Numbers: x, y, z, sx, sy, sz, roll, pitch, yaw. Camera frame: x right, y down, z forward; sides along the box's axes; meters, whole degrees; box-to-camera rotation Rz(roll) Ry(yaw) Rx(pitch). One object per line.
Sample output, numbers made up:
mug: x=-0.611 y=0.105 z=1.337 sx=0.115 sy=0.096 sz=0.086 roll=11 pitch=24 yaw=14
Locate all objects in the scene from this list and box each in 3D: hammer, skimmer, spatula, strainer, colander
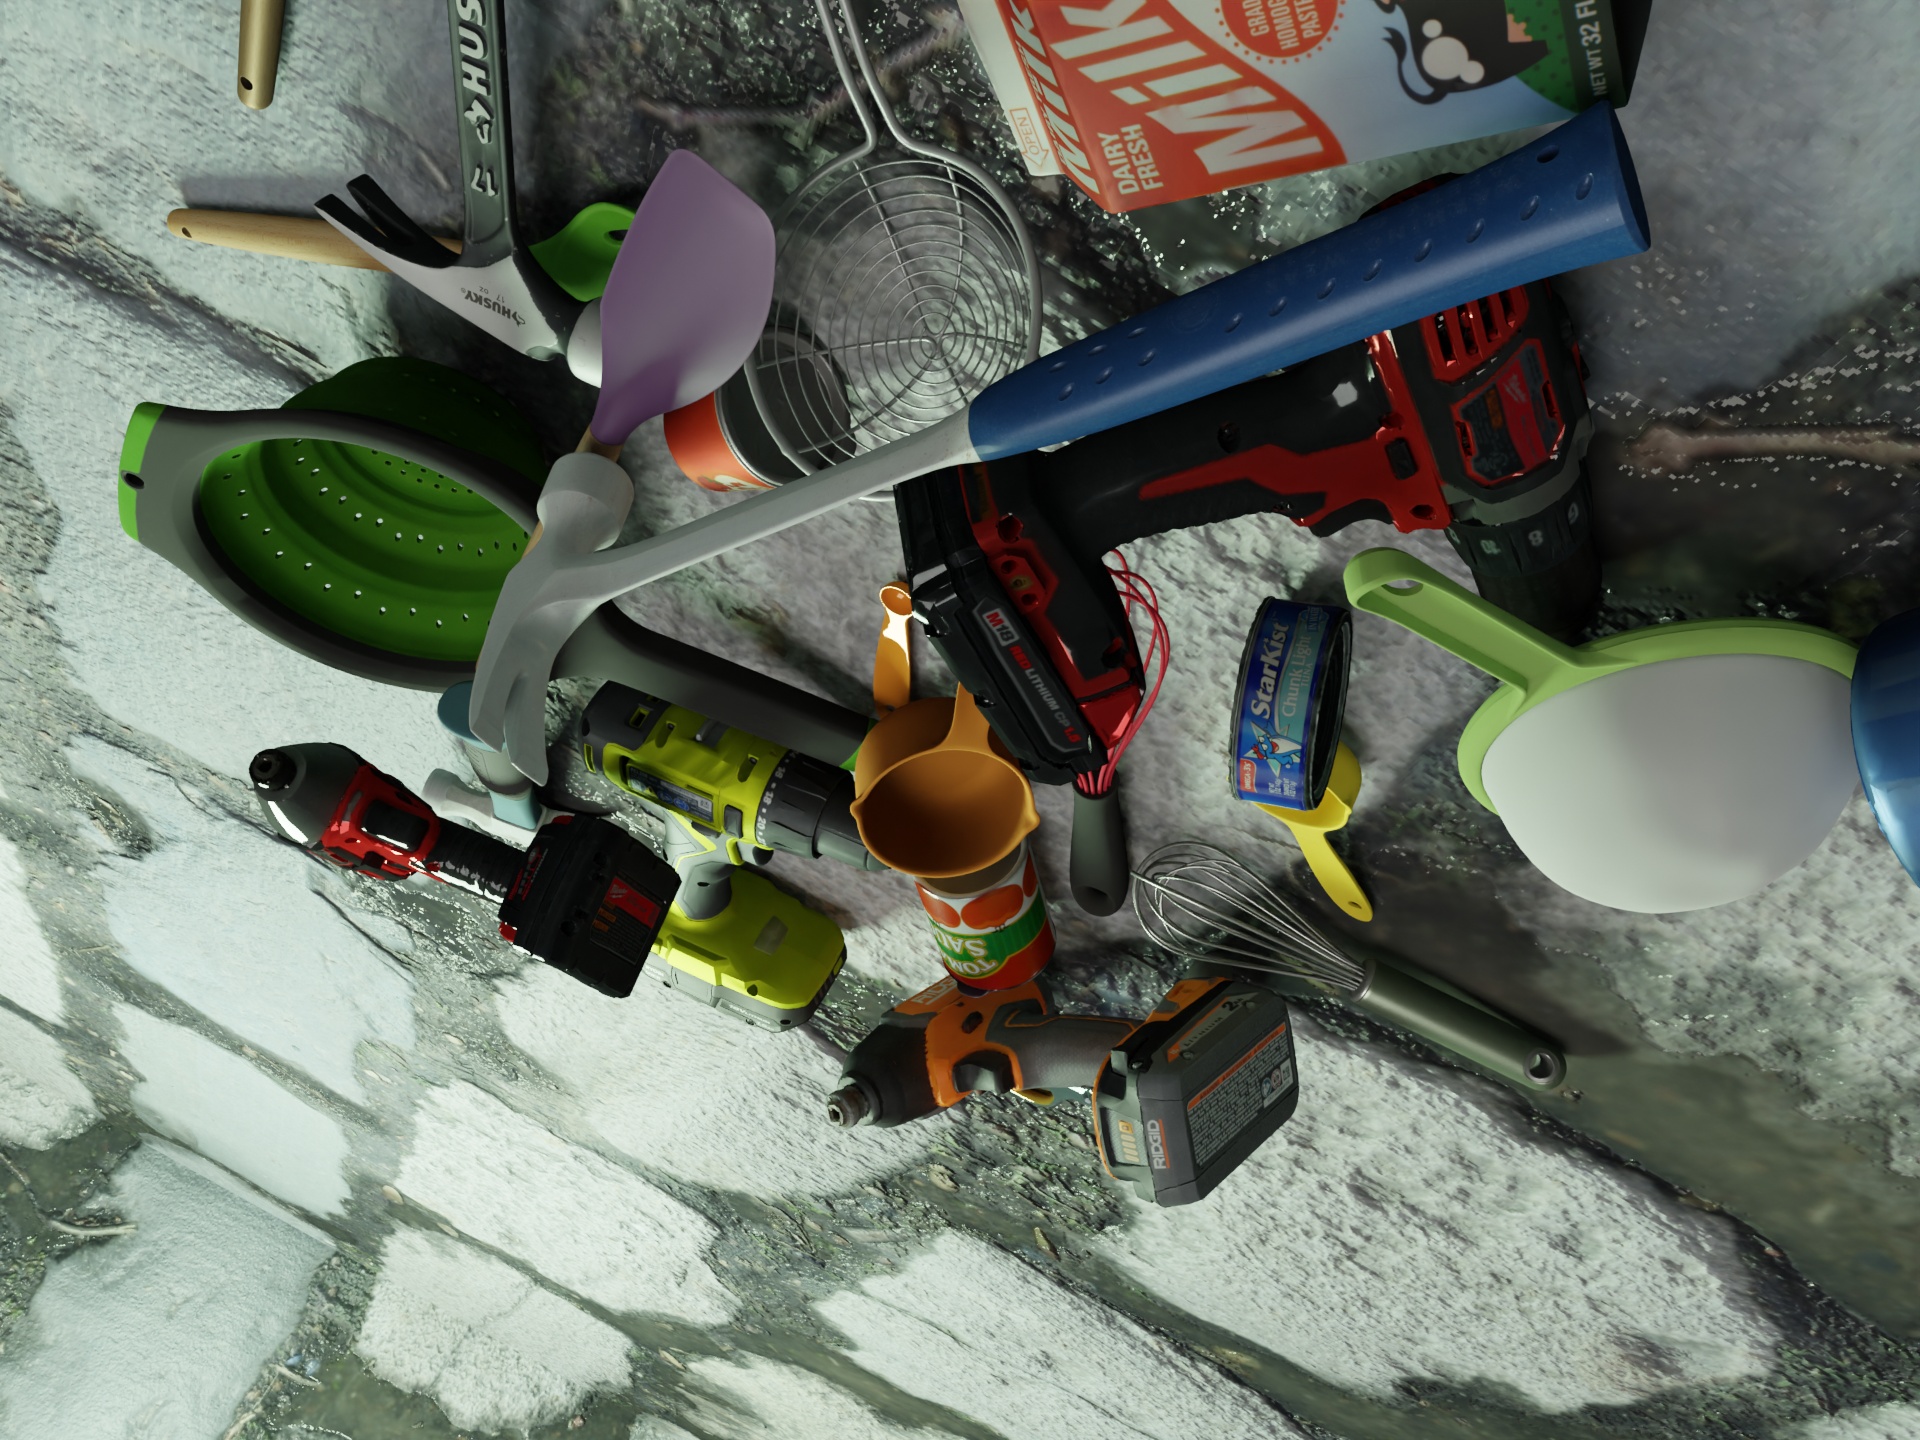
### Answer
hammer: x=-0.164 y=-0.297 z=0.512 sx=0.149 sy=0.036 sz=0.408 roll=25 pitch=139 yaw=11
hammer: x=-0.261 y=0.032 z=0.909 sx=0.128 sy=0.033 sz=0.331 roll=21 pitch=163 yaw=-7
skimmer: x=-0.061 y=-0.238 z=0.497 sx=0.127 sy=0.090 sz=0.362 roll=7 pitch=138 yaw=28
spatula: x=-0.149 y=-0.100 z=0.647 sx=0.059 sy=0.018 sz=0.315 roll=40 pitch=137 yaw=-5
hammer: x=-0.002 y=-0.083 z=0.494 sx=0.405 sy=0.144 sz=0.035 roll=-16 pitch=136 yaw=31
strainer: x=0.224 y=0.013 z=0.556 sx=0.256 sy=0.069 sz=0.151 roll=22 pitch=144 yaw=-33
colander: x=-0.193 y=-0.077 z=0.791 sx=0.396 sy=0.095 sz=0.204 roll=22 pitch=145 yaw=-20

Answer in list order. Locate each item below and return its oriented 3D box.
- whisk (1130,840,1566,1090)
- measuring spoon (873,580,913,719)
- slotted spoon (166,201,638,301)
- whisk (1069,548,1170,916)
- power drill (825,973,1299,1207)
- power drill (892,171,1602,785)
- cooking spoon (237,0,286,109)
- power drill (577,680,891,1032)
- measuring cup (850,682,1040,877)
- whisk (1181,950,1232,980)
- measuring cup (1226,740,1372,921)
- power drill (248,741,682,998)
whisk: x=0.198 y=0.130 z=0.814 sx=0.246 sy=0.058 sz=0.059 roll=26 pitch=178 yaw=-2
measuring spoon: x=-0.031 y=-0.032 z=0.794 sx=0.021 sy=0.011 sz=0.116 roll=25 pitch=147 yaw=12
slotted spoon: x=-0.234 y=-0.207 z=0.700 sx=0.314 sy=0.031 sz=0.070 roll=13 pitch=141 yaw=22
whisk: x=0.063 y=0.017 z=0.755 sx=0.073 sy=0.073 sz=0.295 roll=15 pitch=148 yaw=17
power drill: x=0.045 y=0.188 z=0.852 sx=0.226 sy=0.164 sz=0.084 roll=1 pitch=107 yaw=42
power drill: x=0.110 y=-0.062 z=0.556 sx=0.226 sy=0.080 sz=0.187 roll=-25 pitch=132 yaw=14
cooking spoon: x=-0.234 y=-0.337 z=0.550 sx=0.068 sy=0.017 sz=0.318 roll=33 pitch=142 yaw=-6
power drill: x=-0.121 y=0.085 z=0.931 sx=0.190 sy=0.080 sz=0.228 roll=22 pitch=141 yaw=13
measuring cup: x=-0.001 y=-0.002 z=0.771 sx=0.095 sy=0.052 sz=0.173 roll=5 pitch=127 yaw=-13
whisk: x=0.128 y=0.209 z=0.950 sx=0.055 sy=0.055 sz=0.238 roll=21 pitch=138 yaw=10
measuring cup: x=0.174 y=0.049 z=0.751 sx=0.062 sy=0.029 sz=0.156 roll=14 pitch=155 yaw=37
power drill: x=-0.277 y=0.071 z=0.869 sx=0.220 sy=0.078 sz=0.143 roll=18 pitch=164 yaw=17
